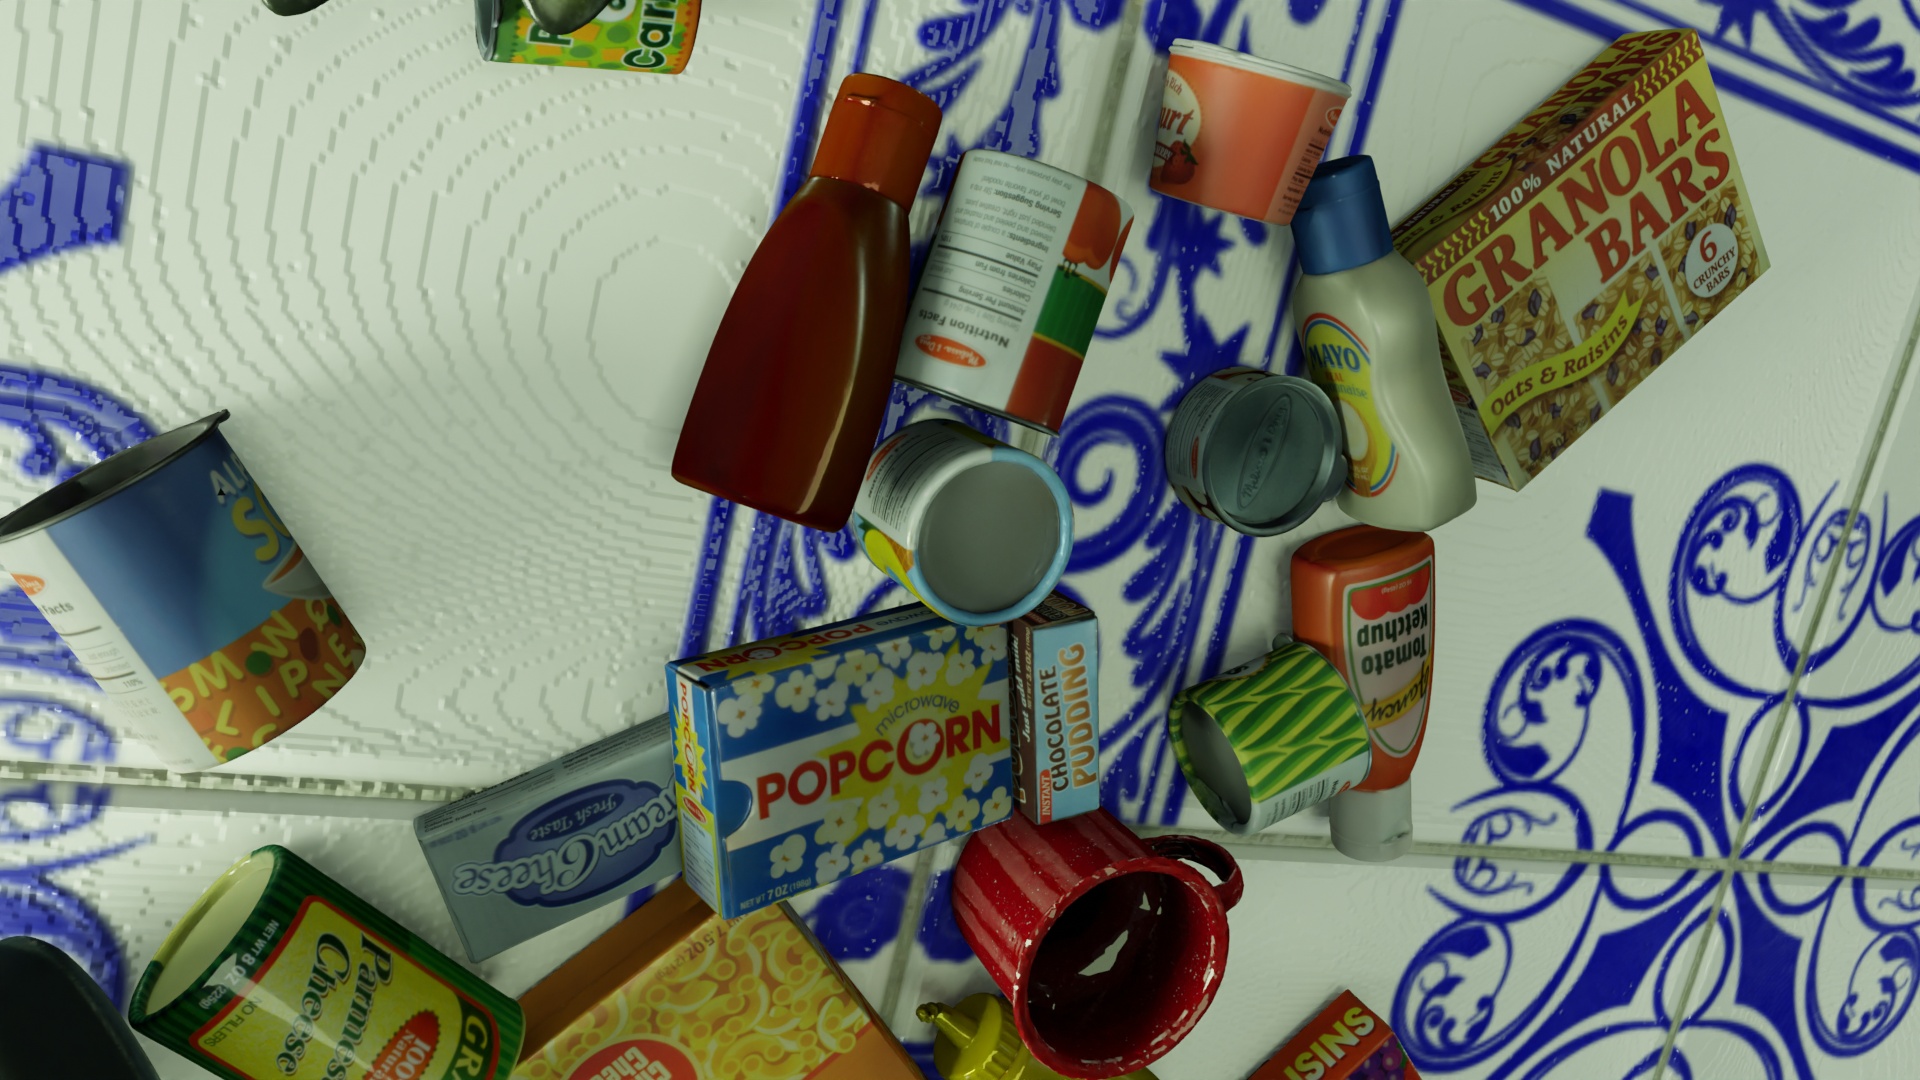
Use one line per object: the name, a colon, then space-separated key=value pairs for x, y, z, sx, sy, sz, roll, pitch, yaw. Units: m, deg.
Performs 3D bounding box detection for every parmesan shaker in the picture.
parmesan shaker: x=-0.207 y=0.158 z=0.455 sx=0.071 sy=0.071 sz=0.103 roll=-46 pitch=117 yaw=-6

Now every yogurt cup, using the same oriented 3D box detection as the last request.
yogurt cup: x=0.103 y=-0.149 z=0.512 sx=0.072 sy=0.072 sz=0.053 roll=7 pitch=110 yaw=-25

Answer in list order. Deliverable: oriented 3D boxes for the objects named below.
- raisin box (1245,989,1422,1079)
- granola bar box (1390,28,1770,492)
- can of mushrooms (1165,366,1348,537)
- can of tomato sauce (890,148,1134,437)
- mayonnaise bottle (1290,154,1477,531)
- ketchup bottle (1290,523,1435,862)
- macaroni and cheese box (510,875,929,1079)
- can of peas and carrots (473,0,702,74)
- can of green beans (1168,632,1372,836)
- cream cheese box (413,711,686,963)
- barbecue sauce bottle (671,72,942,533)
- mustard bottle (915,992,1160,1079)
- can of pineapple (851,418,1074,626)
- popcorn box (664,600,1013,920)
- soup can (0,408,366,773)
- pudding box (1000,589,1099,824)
raisin box: x=0.194 y=0.295 z=0.687 sx=0.086 sy=0.040 sz=0.123 roll=-38 pitch=117 yaw=-9
granola bar box: x=0.266 y=-0.121 z=0.604 sx=0.166 sy=0.039 sz=0.124 roll=-39 pitch=117 yaw=-9
can of mushrooms: x=0.121 y=-0.036 z=0.567 sx=0.071 sy=0.033 sz=0.070 roll=-6 pitch=106 yaw=-22
can of tomato sauce: x=0.018 y=-0.086 z=0.489 sx=0.071 sy=0.071 sz=0.083 roll=18 pitch=94 yaw=-27
mayonnaise bottle: x=0.164 y=-0.078 z=0.561 sx=0.041 sy=0.065 sz=0.147 roll=-26 pitch=109 yaw=-18
ketchup bottle: x=0.180 y=0.069 z=0.617 sx=0.065 sy=0.043 sz=0.148 roll=-16 pitch=111 yaw=-24
macaroni and cheese box: x=-0.088 y=0.217 z=0.540 sx=0.124 sy=0.040 sz=0.166 roll=-36 pitch=115 yaw=-10
can of peas and carrots: x=-0.110 y=-0.171 z=0.407 sx=0.059 sy=0.071 sz=0.070 roll=-3 pitch=106 yaw=-24
can of green beans: x=0.129 y=0.083 z=0.585 sx=0.058 sy=0.071 sz=0.071 roll=-21 pitch=112 yaw=-17
cream cheese box: x=-0.135 y=0.104 z=0.497 sx=0.104 sy=0.024 sz=0.053 roll=-22 pitch=113 yaw=-17
barbecue sauce bottle: x=-0.046 y=-0.081 z=0.468 sx=0.043 sy=0.065 sz=0.148 roll=21 pitch=87 yaw=-65
mustard bottle: x=0.035 y=0.233 z=0.594 sx=0.065 sy=0.049 sz=0.160 roll=-48 pitch=116 yaw=-5
can of pineapple: x=0.002 y=-0.006 z=0.509 sx=0.071 sy=0.058 sz=0.070 roll=-7 pitch=107 yaw=-22
popcorn box: x=-0.040 y=0.074 z=0.507 sx=0.127 sy=0.038 sz=0.085 roll=-12 pitch=108 yaw=-35
soup can: x=-0.225 y=0.015 z=0.411 sx=0.071 sy=0.071 sz=0.083 roll=-31 pitch=115 yaw=-13
pudding box: x=0.030 y=0.062 z=0.545 sx=0.030 sy=0.050 sz=0.083 roll=-9 pitch=108 yaw=-23
